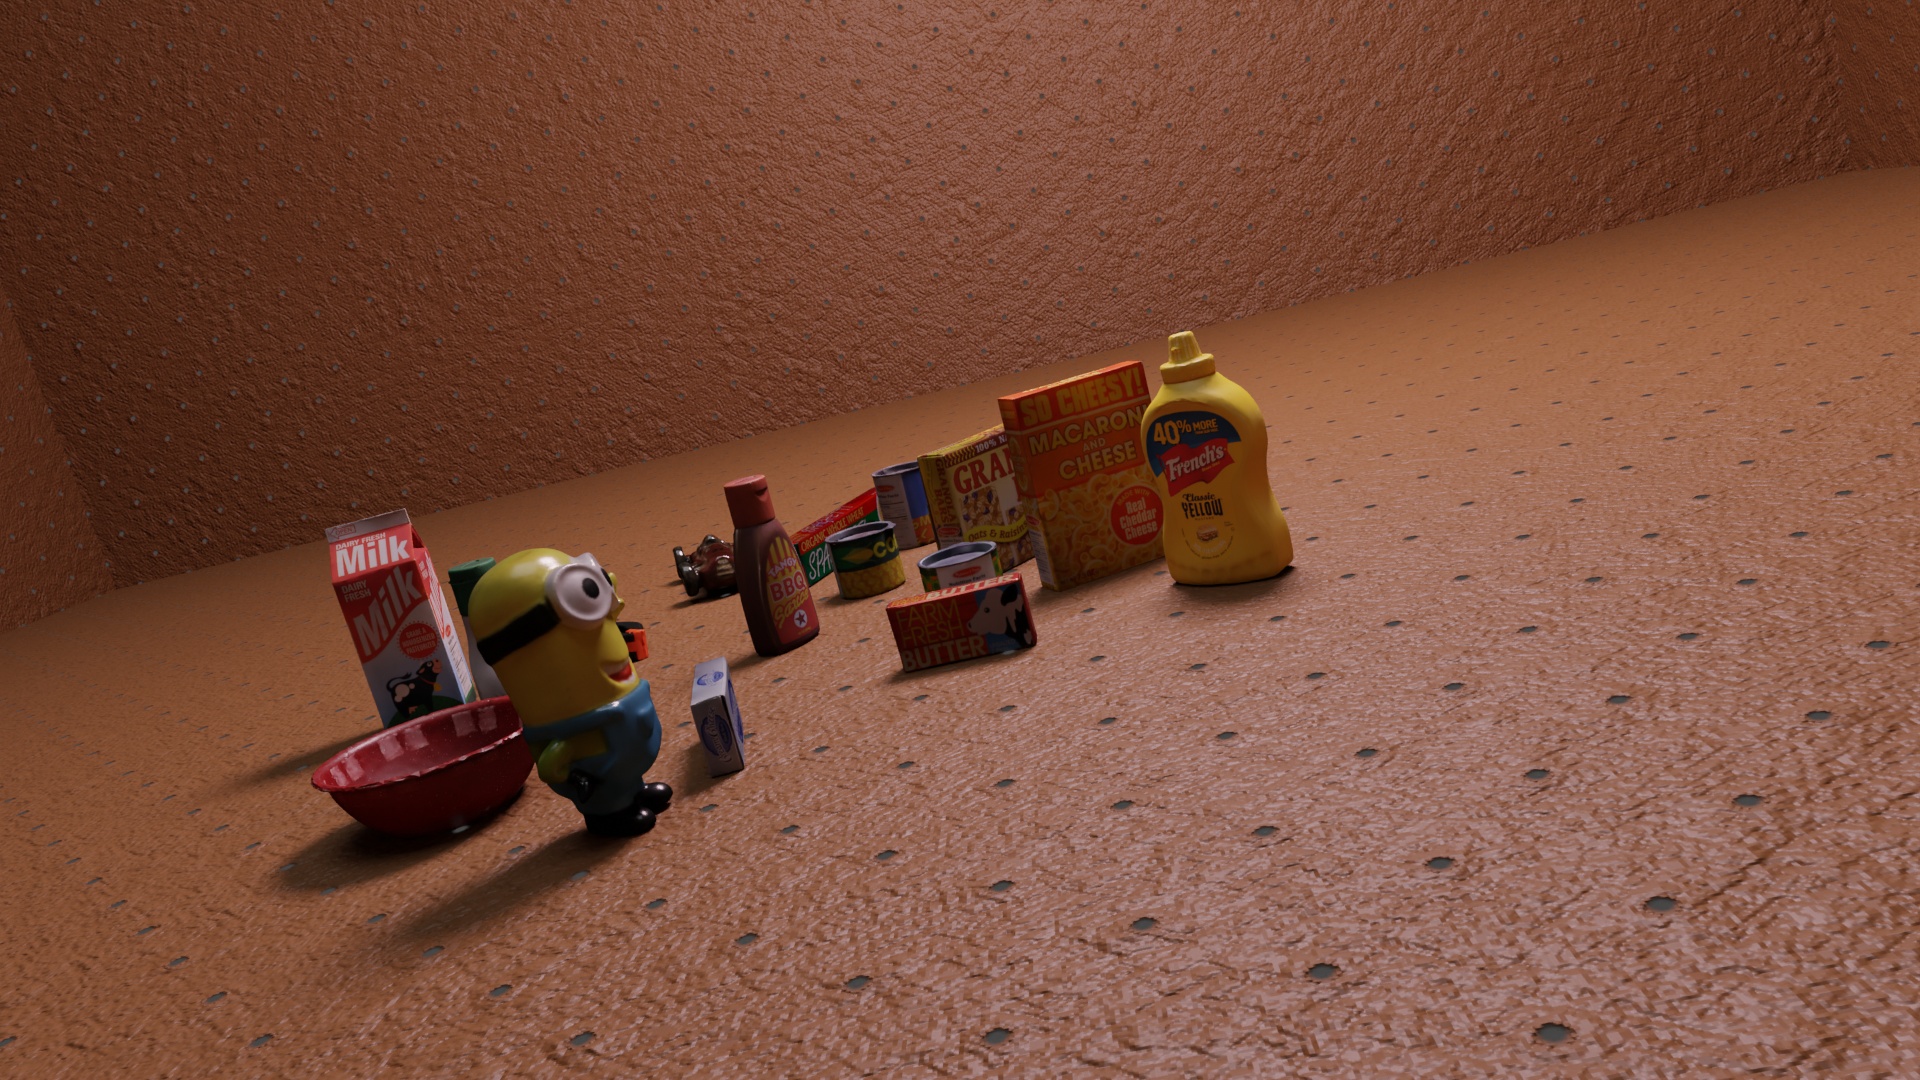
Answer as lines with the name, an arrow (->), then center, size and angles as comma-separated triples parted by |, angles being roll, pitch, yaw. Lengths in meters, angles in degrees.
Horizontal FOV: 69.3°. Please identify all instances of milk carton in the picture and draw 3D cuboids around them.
milk carton -> -0.495, 0.071, 1.228 | 0.072, 0.190, 0.073 | -16, 11, -11

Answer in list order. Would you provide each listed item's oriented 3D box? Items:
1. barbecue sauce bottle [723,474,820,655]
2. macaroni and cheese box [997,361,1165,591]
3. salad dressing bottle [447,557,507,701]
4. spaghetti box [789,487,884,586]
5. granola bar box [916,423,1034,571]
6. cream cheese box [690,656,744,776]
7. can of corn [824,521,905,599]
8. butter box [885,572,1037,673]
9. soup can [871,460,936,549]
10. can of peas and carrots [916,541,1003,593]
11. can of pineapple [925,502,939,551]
barbecue sauce bottle -> -0.166, 0.019, 1.187 | 0.043, 0.148, 0.065 | -6, 14, 36
macaroni and cheese box -> 0.110, -0.055, 1.169 | 0.124, 0.166, 0.040 | -18, 11, -18
salad dressing bottle -> -0.366, 0.088, 1.099 | 0.044, 0.147, 0.064 | -14, 11, 1
spaghetti box -> -0.128, -0.007, 1.515 | 0.028, 0.050, 0.251 | -9, 12, 23
granola bar box -> 0.041, -0.042, 1.296 | 0.039, 0.124, 0.166 | -3, 16, 45
cream cheese box -> -0.165, 0.119, 0.949 | 0.024, 0.053, 0.104 | -15, 11, -6
can of corn -> -0.088, 0.018, 1.325 | 0.071, 0.058, 0.071 | -14, 11, 3
butter box -> 0.001, 0.061, 1.029 | 0.103, 0.053, 0.024 | -13, 11, 8
soup can -> -0.052, -0.040, 1.496 | 0.071, 0.083, 0.071 | -14, 11, 3
can of peas and carrots -> 0.004, 0.037, 1.123 | 0.071, 0.058, 0.071 | -14, 11, 3
can of pineapple -> 0.005, -0.017, 1.386 | 0.071, 0.057, 0.071 | -14, 11, 3
